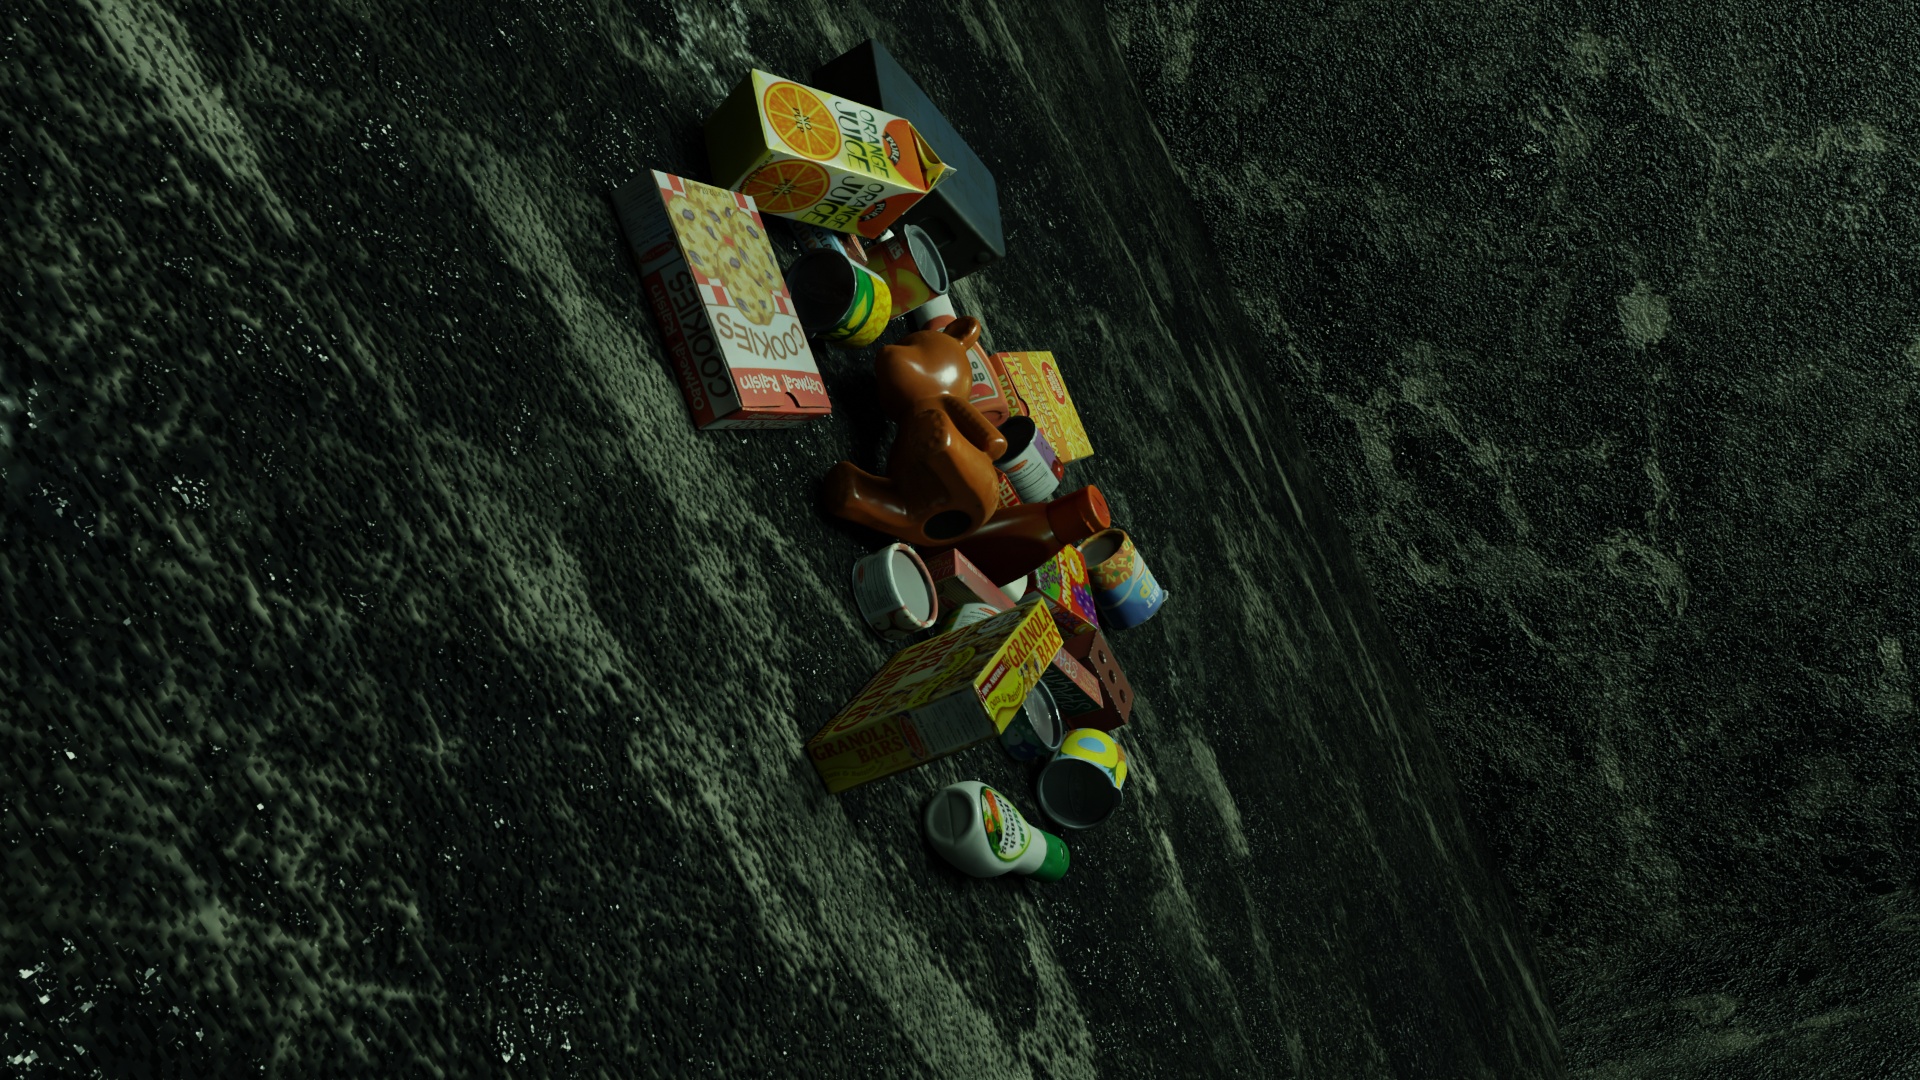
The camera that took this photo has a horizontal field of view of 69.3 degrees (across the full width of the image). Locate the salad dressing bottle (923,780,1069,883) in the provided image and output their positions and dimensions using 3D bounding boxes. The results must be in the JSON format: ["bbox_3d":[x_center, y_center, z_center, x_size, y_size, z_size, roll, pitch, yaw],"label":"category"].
[{"bbox_3d":[0.030,0.214,0.995,0.147,0.044,0.064,37,36,-51],"label":"salad dressing bottle"}]

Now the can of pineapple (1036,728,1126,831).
[{"bbox_3d":[0.102,0.196,1.140,0.071,0.071,0.058,63,23,-9],"label":"can of pineapple"}]

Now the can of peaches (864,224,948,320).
[{"bbox_3d":[-0.053,-0.236,1.217,0.071,0.058,0.071,47,30,-39],"label":"can of peaches"}]

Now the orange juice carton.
[{"bbox_3d":[-0.096,-0.291,1.078,0.193,0.071,0.073,4,64,-43],"label":"orange juice carton"}]

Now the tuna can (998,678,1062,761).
[{"bbox_3d":[0.052,0.143,1.127,0.071,0.033,0.071,48,29,-38],"label":"tuna can"}]

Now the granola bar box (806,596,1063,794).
[{"bbox_3d":[-0.012,0.099,0.907,0.039,0.124,0.166,65,23,-7],"label":"granola bar box"}]

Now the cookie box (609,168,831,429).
[{"bbox_3d":[-0.157,-0.157,0.935,0.123,0.040,0.167,-11,79,-67],"label":"cookie box"}]

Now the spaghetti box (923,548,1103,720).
[{"bbox_3d":[0.039,0.084,1.132,0.249,0.050,0.029,43,34,-45],"label":"spaghetti box"}]

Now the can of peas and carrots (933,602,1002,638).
[{"bbox_3d":[0.007,0.090,1.038,0.071,0.071,0.059,60,24,-16],"label":"can of peas and carrots"}]

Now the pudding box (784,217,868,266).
[{"bbox_3d":[-0.112,-0.253,1.137,0.083,0.030,0.050,59,23,-18],"label":"pudding box"}]

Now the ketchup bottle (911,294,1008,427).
[{"bbox_3d":[-0.008,-0.163,1.249,0.043,0.065,0.149,75,-5,-61],"label":"ketchup bottle"}]

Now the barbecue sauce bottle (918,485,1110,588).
[{"bbox_3d":[0.044,0.000,1.092,0.064,0.148,0.044,50,28,-35],"label":"barbecue sauce bottle"}]

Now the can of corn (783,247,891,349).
[{"bbox_3d":[-0.095,-0.182,1.065,0.058,0.071,0.071,15,55,-63],"label":"can of corn"}]

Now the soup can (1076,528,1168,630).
[{"bbox_3d":[0.162,0.038,1.419,0.083,0.071,0.072,56,25,-25],"label":"soup can"}]

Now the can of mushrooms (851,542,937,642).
[{"bbox_3d":[-0.046,0.038,1.008,0.071,0.033,0.071,48,29,-37],"label":"can of mushrooms"}]

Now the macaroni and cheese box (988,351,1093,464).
[{"bbox_3d":[0.075,-0.132,1.427,0.123,0.040,0.167,67,22,1],"label":"macaroni and cheese box"}]

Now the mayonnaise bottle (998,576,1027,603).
[{"bbox_3d":[0.004,-0.015,1.159,0.147,0.041,0.065,58,16,-18],"label":"mayonnaise bottle"}]

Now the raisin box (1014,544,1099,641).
[{"bbox_3d":[0.078,0.035,1.278,0.123,0.040,0.086,34,38,-51],"label":"raisin box"}]

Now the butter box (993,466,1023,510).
[{"bbox_3d":[0.030,-0.038,1.202,0.053,0.024,0.103,59,-4,-15],"label":"butter box"}]

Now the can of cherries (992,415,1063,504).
[{"bbox_3d":[0.054,-0.075,1.293,0.058,0.071,0.072,51,27,-34],"label":"can of cherries"}]
